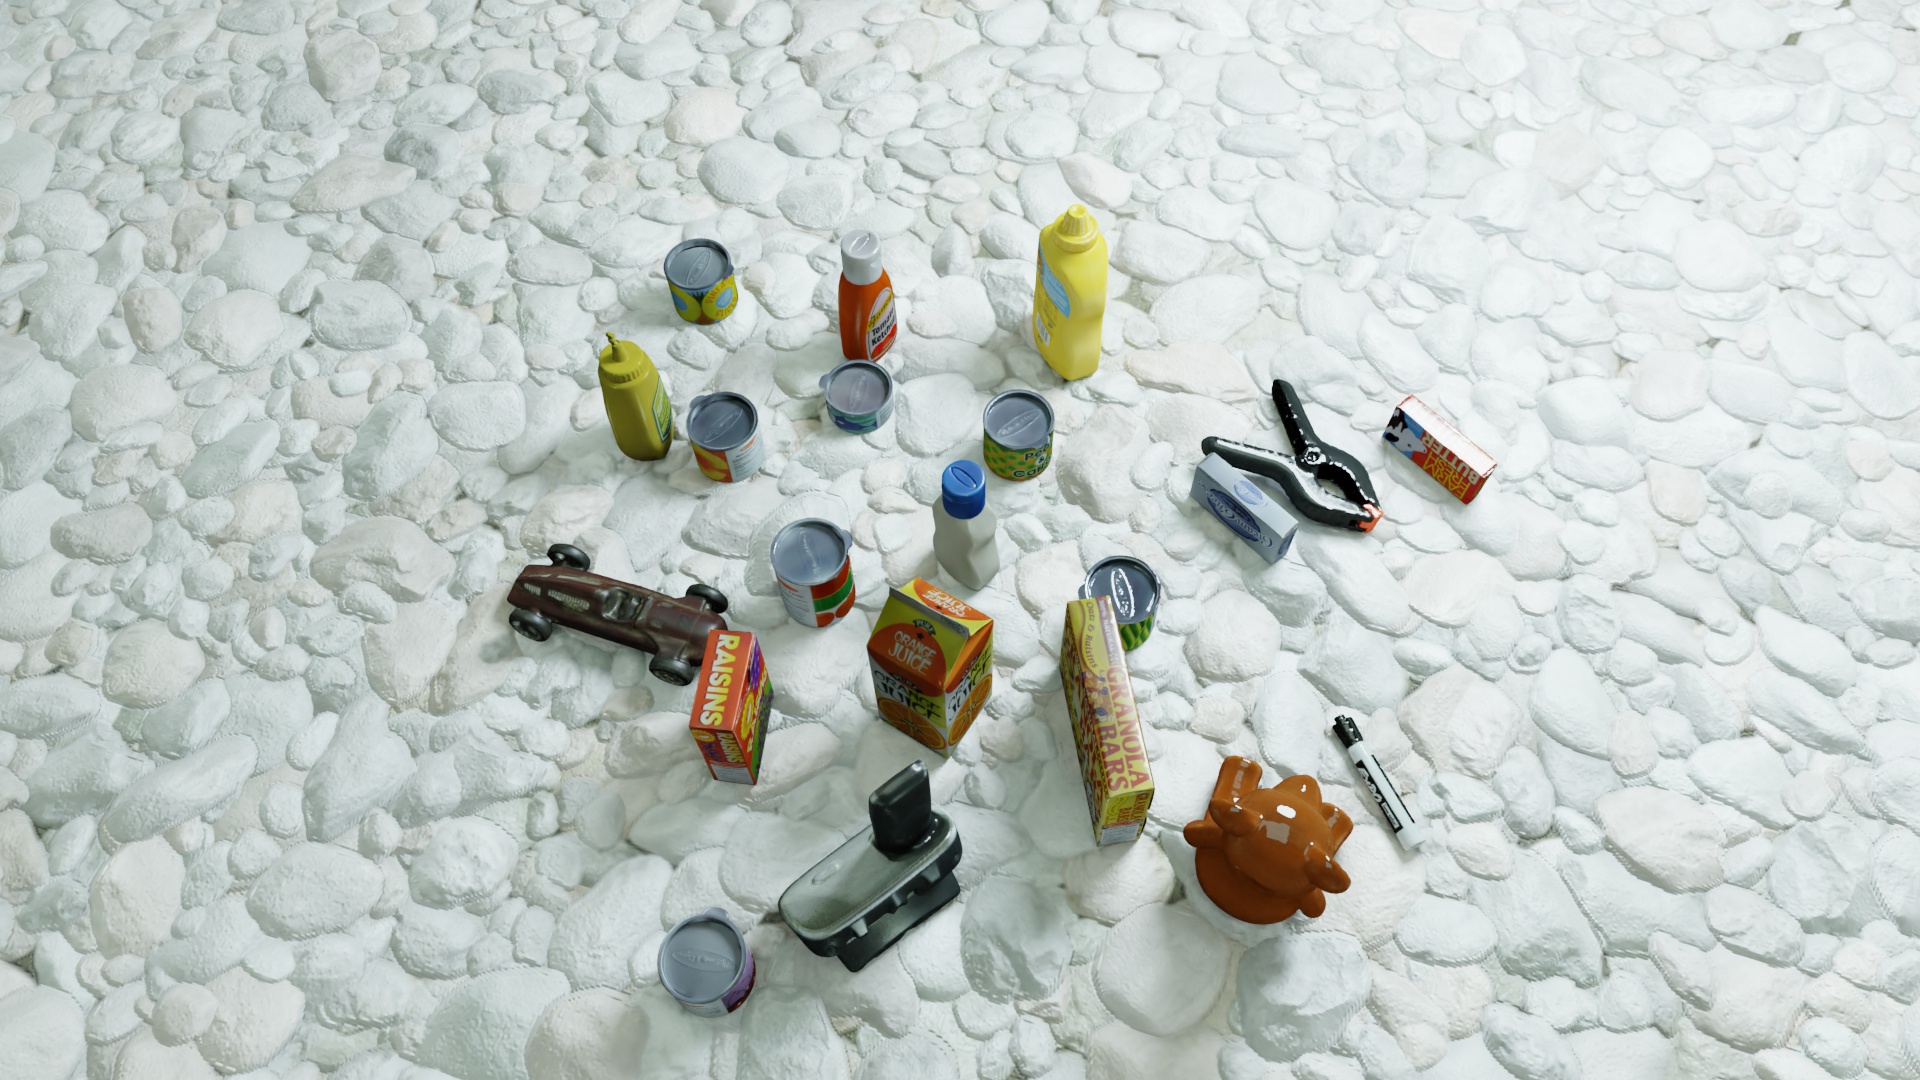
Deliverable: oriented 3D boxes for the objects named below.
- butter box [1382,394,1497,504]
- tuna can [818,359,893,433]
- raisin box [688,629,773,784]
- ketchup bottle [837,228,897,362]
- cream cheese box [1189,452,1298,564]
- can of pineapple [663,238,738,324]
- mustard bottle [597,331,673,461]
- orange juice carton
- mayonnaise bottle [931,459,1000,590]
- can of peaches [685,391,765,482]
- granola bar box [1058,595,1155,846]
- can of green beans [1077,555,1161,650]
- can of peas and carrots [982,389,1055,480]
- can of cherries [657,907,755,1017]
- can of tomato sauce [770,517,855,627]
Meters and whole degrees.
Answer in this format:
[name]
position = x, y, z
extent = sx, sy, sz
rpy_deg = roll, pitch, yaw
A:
[butter box]
position = 0.440, -0.084, 1.278
extent = 0.024, 0.053, 0.104
rpy_deg = -37, 66, -18
[tuna can]
position = -0.099, -0.138, 1.328
extent = 0.071, 0.032, 0.071
rpy_deg = 0, 60, 1
[raisin box]
position = -0.182, 0.136, 1.119
extent = 0.040, 0.122, 0.086
rpy_deg = 6, 61, 4
[ketchup bottle]
position = -0.090, -0.232, 1.315
extent = 0.043, 0.148, 0.065
rpy_deg = 29, 65, 16
[cream cheese box]
position = 0.254, -0.028, 1.248
extent = 0.024, 0.053, 0.104
rpy_deg = -39, 67, -19
[can of pineapple]
position = -0.256, -0.256, 1.384
extent = 0.071, 0.057, 0.071
rpy_deg = 0, 60, 1
[mustard bottle]
position = -0.296, -0.135, 1.255
extent = 0.049, 0.159, 0.065
rpy_deg = 2, 61, 2
[orange juice carton]
position = -0.022, 0.095, 1.101
extent = 0.072, 0.191, 0.073
rpy_deg = 29, 65, 16
[mayonnaise bottle]
position = 0.004, -0.015, 1.189
extent = 0.065, 0.147, 0.041
rpy_deg = 41, 69, 21
[can of peaches]
position = -0.219, -0.097, 1.291
extent = 0.071, 0.057, 0.071
rpy_deg = 0, 60, 1
[granola bar box]
position = 0.115, 0.145, 1.110
extent = 0.039, 0.123, 0.166
rpy_deg = -8, 60, -4
[can of green beans]
position = 0.137, 0.055, 1.199
extent = 0.071, 0.057, 0.071
rpy_deg = 0, 60, 1
[can of peas and carrots]
position = 0.055, -0.095, 1.286
extent = 0.071, 0.058, 0.071
rpy_deg = 0, 60, 1
[can of cherries]
position = -0.189, 0.320, 1.051
extent = 0.071, 0.058, 0.072
rpy_deg = 0, 60, 1
[can of tomato sauce]
position = -0.125, 0.028, 1.204
extent = 0.071, 0.082, 0.071
rpy_deg = 0, 60, 1
